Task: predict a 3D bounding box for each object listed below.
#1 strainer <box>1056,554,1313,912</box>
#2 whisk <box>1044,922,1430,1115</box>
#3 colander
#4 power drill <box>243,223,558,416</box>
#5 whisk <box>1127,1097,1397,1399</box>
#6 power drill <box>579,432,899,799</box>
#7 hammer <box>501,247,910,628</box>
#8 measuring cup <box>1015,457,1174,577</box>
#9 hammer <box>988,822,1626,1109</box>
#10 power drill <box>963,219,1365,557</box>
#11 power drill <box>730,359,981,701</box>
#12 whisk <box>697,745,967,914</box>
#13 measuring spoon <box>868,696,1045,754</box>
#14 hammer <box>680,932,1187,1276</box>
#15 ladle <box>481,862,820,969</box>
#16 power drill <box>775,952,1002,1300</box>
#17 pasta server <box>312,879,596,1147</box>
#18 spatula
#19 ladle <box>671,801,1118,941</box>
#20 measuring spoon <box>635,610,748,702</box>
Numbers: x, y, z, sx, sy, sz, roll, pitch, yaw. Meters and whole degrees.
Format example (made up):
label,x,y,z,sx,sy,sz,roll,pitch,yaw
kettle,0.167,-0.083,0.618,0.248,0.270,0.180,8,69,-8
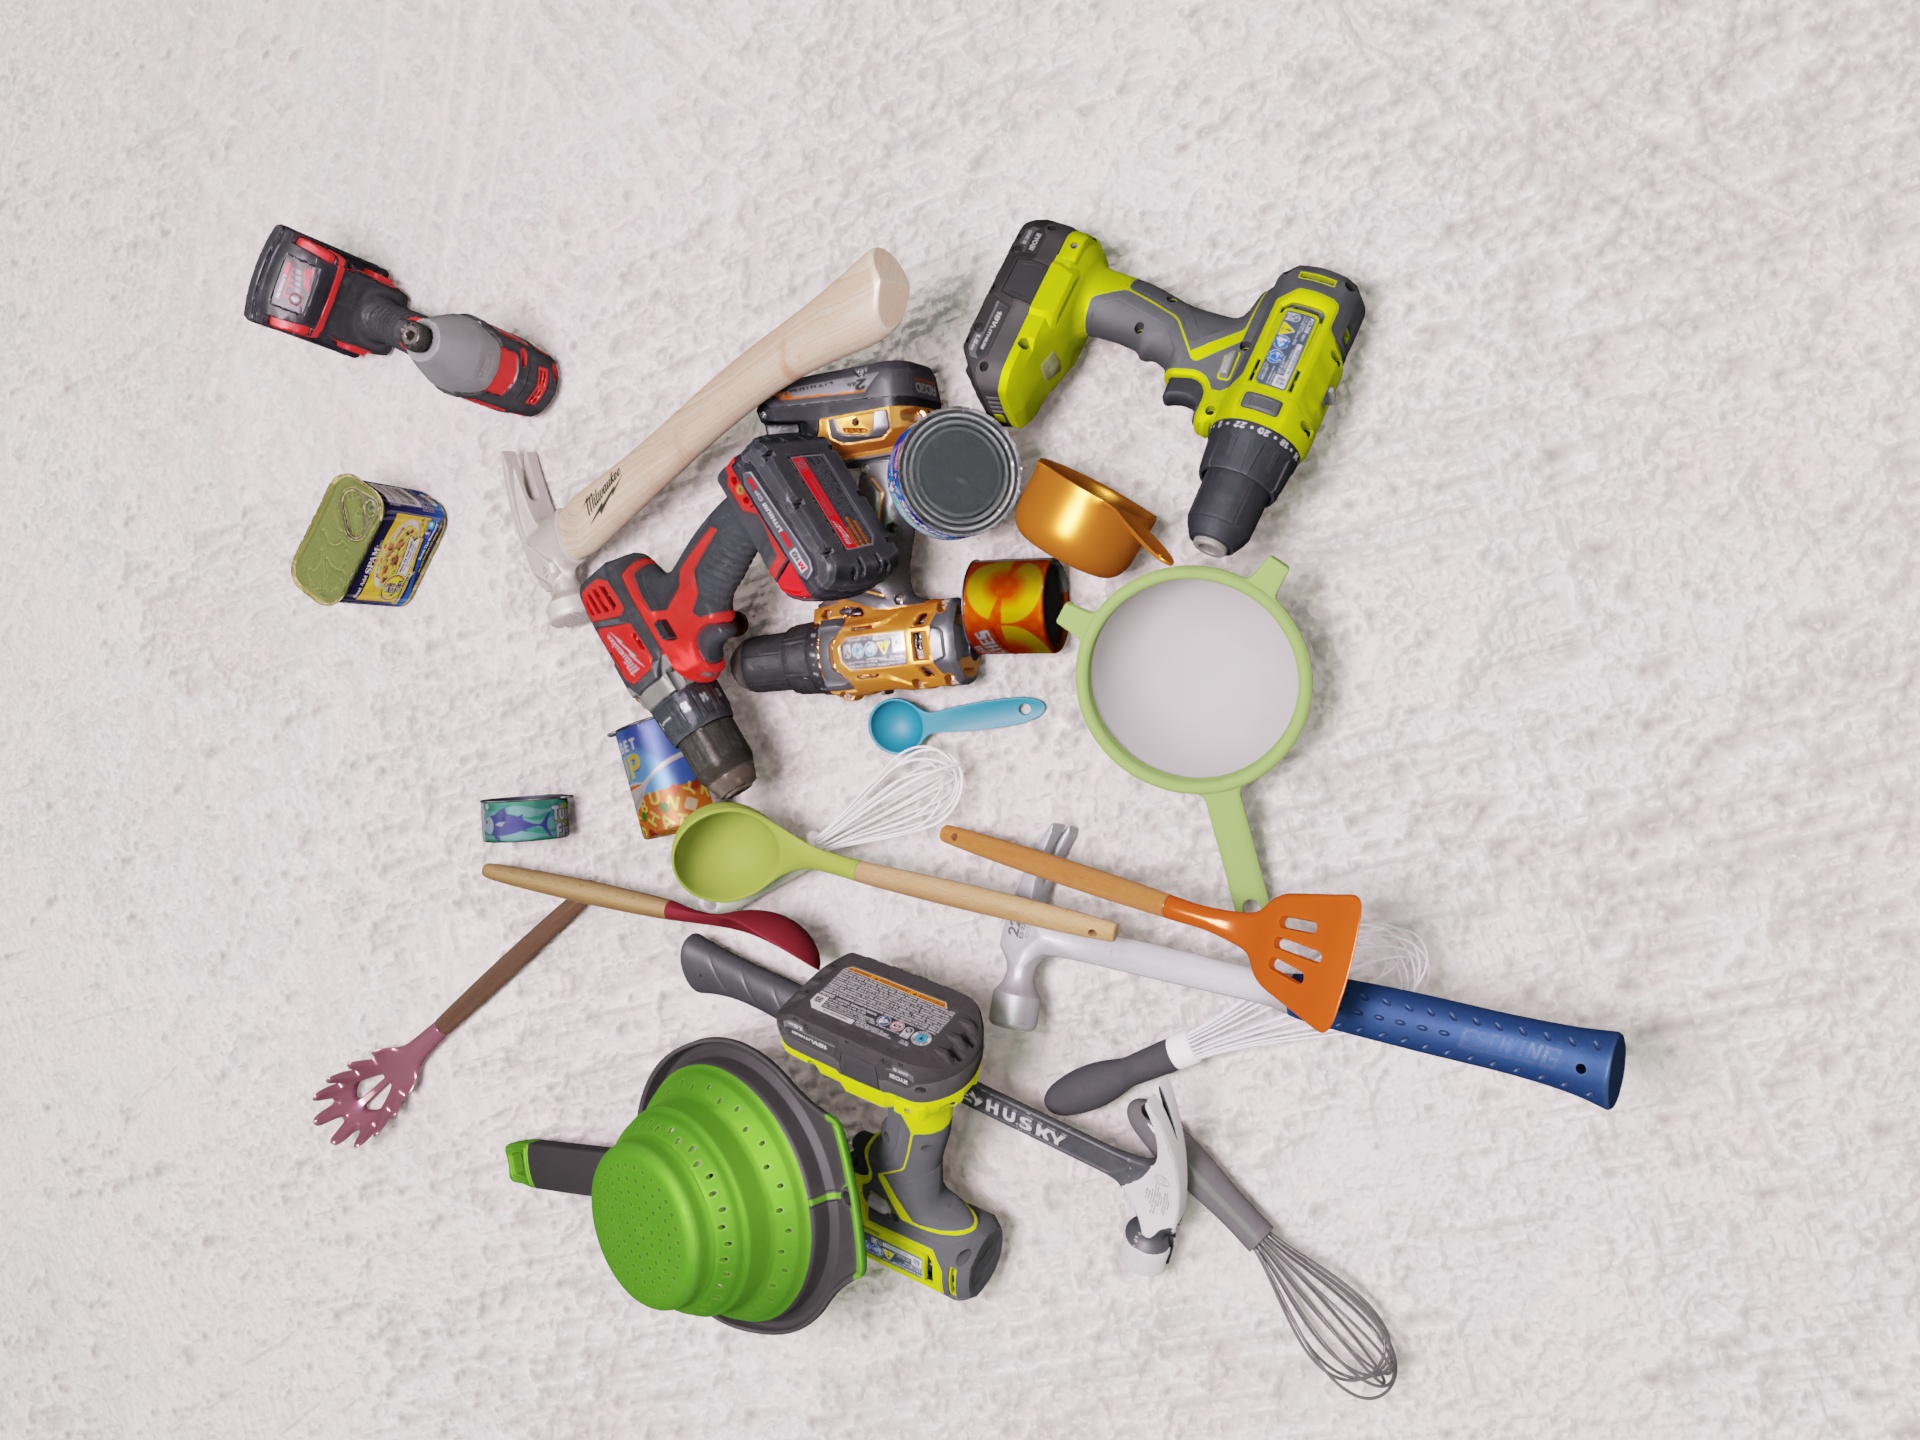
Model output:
label,x,y,z,sx,sy,sz,roll,pitch,yaw
strainer,0.170,0.017,1.046,0.151,0.069,0.256,-12,104,20
whisk,0.175,0.205,1.043,0.284,0.070,0.070,-28,81,23
colander,-0.236,0.331,1.108,0.397,0.094,0.204,-10,90,42
power drill,-0.431,-0.301,1.218,0.220,0.143,0.078,25,97,21
whisk,0.194,0.341,1.042,0.239,0.055,0.055,46,105,19
power drill,-0.148,-0.068,1.086,0.226,0.080,0.188,-35,82,32
hammer,-0.190,-0.213,1.114,0.410,0.038,0.146,-28,77,38
measuring cup,0.090,-0.113,1.020,0.095,0.174,0.052,21,109,-24
hammer,0.196,0.161,0.984,0.406,0.035,0.144,8,86,36
power drill,0.123,-0.219,1.025,0.228,0.080,0.190,22,80,19
power drill,-0.087,-0.126,1.126,0.185,0.084,0.226,-6,93,22
whisk,-0.096,0.087,1.148,0.246,0.059,0.058,-30,75,24
measuring spoon,-0.002,-0.004,1.129,0.128,0.021,0.042,-7,106,12
hammer,-0.029,0.239,1.110,0.409,0.036,0.149,21,124,23
ladle,-0.236,0.138,1.181,0.315,0.069,0.031,8,69,28
power drill,-0.057,0.277,1.079,0.171,0.080,0.223,17,124,26
pasta server,-0.399,0.231,1.266,0.316,0.040,0.060,-41,89,15
spatula,0.107,0.110,1.009,0.323,0.041,0.081,15,90,37
ladle,-0.051,0.114,1.075,0.320,0.062,0.078,11,121,21
measuring spoon,-0.204,-0.047,1.206,0.117,0.011,0.021,-34,80,21
